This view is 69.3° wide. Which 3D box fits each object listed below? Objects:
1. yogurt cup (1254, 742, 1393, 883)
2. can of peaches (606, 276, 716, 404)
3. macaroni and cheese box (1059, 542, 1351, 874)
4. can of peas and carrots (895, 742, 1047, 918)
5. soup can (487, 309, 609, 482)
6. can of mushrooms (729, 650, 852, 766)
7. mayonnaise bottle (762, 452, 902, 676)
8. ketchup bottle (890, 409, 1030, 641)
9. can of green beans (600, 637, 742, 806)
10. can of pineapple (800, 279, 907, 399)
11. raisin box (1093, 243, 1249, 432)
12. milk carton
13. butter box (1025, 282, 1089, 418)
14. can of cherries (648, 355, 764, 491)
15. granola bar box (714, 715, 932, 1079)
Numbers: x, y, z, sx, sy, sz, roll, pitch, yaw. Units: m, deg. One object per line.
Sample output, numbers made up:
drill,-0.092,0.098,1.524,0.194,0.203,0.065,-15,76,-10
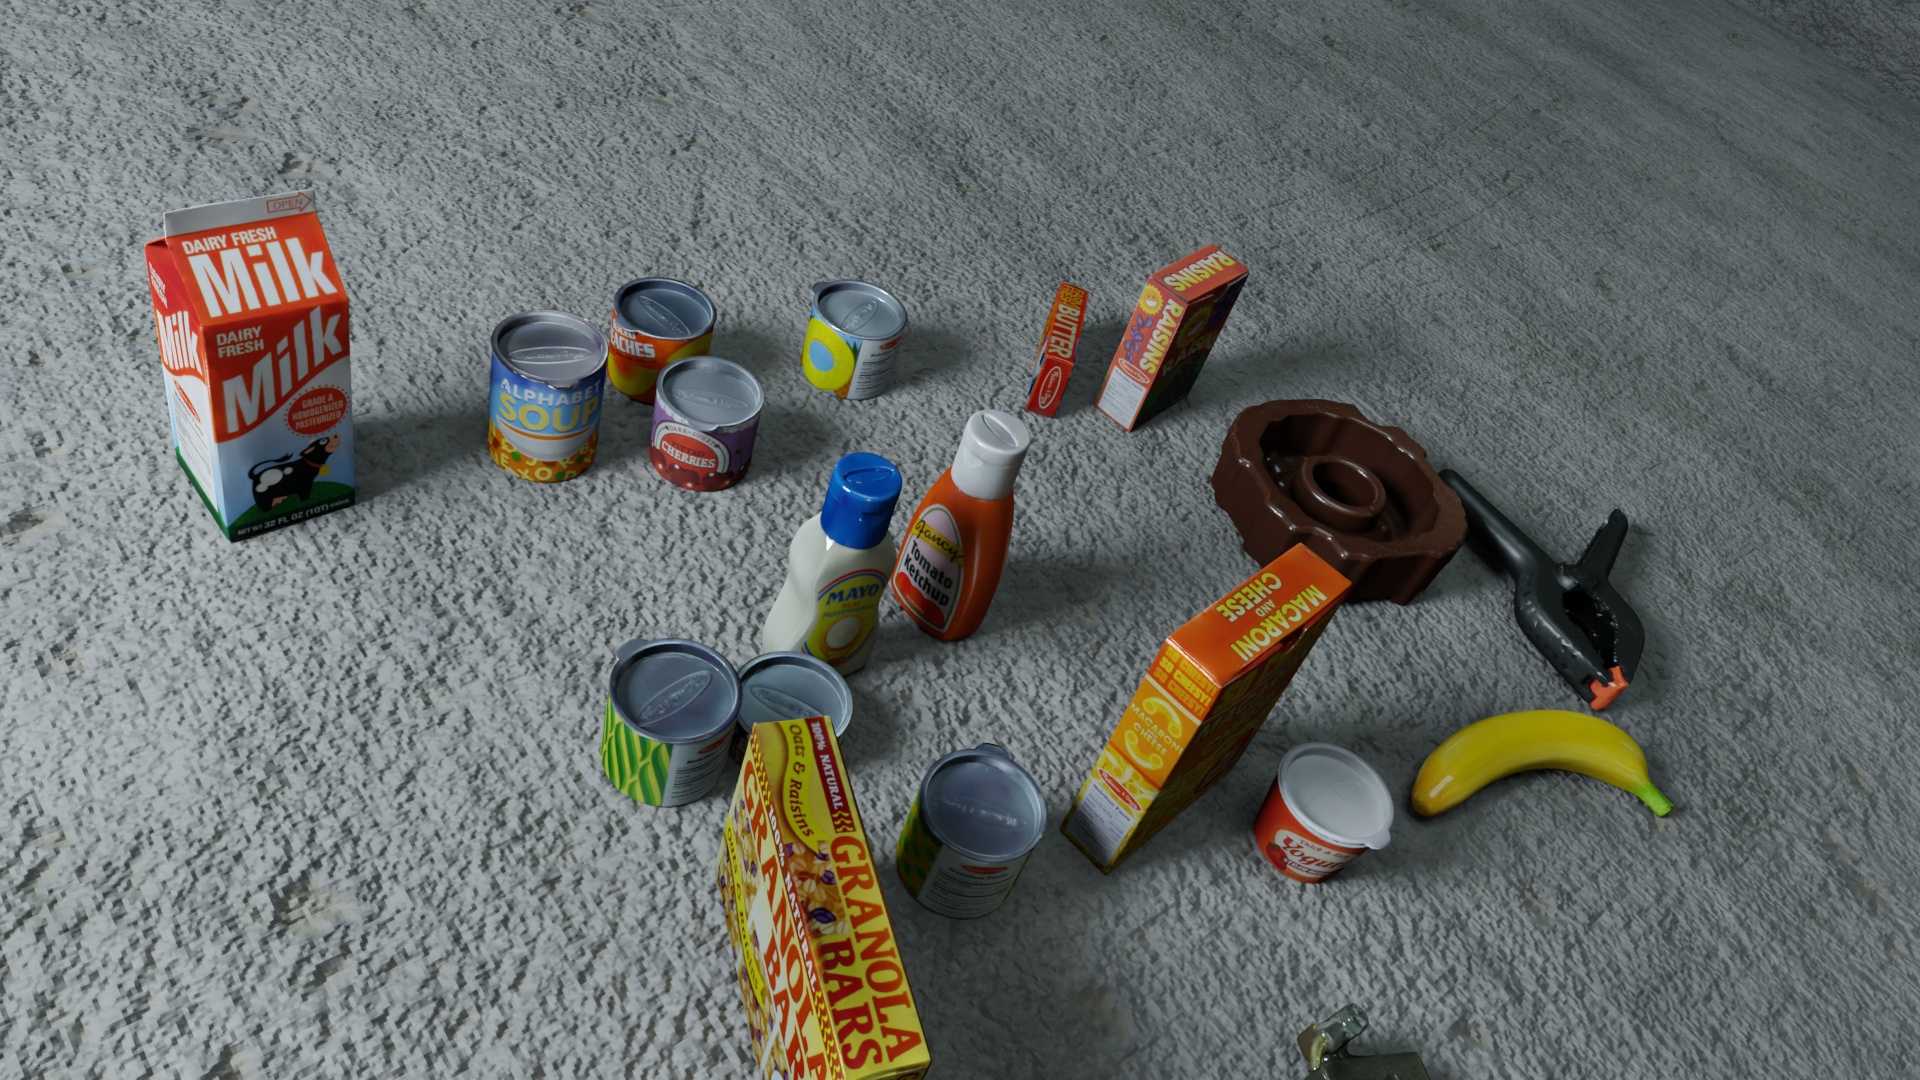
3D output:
yogurt cup,0.201,0.156,0.783,0.072,0.053,0.073,11,44,-10
can of peaches,-0.200,-0.131,0.918,0.071,0.057,0.071,11,44,-10
macaroni and cheese box,0.130,0.091,0.740,0.040,0.165,0.124,42,47,22
can of peas and carrots,0.005,0.149,0.713,0.071,0.058,0.071,11,44,-10
soup can,-0.248,-0.084,0.834,0.071,0.083,0.072,11,44,-10
can of mushrooms,-0.095,0.096,0.746,0.071,0.033,0.071,11,44,-10
mayonnaise bottle,-0.066,0.017,0.753,0.065,0.147,0.041,-10,51,-29
ketchup bottle,0.003,-0.010,0.807,0.044,0.148,0.065,-25,59,-38
can of green beans,-0.149,0.093,0.711,0.071,0.057,0.071,11,44,-10
can of pineapple,-0.077,-0.142,0.976,0.071,0.057,0.071,11,44,-10
raisin box,0.155,-0.149,1.023,0.040,0.122,0.086,41,46,20
milk carton,-0.367,-0.097,0.723,0.072,0.189,0.073,-24,58,-37
butter box,0.072,-0.143,1.038,0.024,0.052,0.104,18,43,-3
can of cherries,-0.162,-0.072,0.873,0.071,0.058,0.072,11,44,-10
granola bar box,-0.065,0.180,0.607,0.039,0.123,0.166,-3,48,-23
